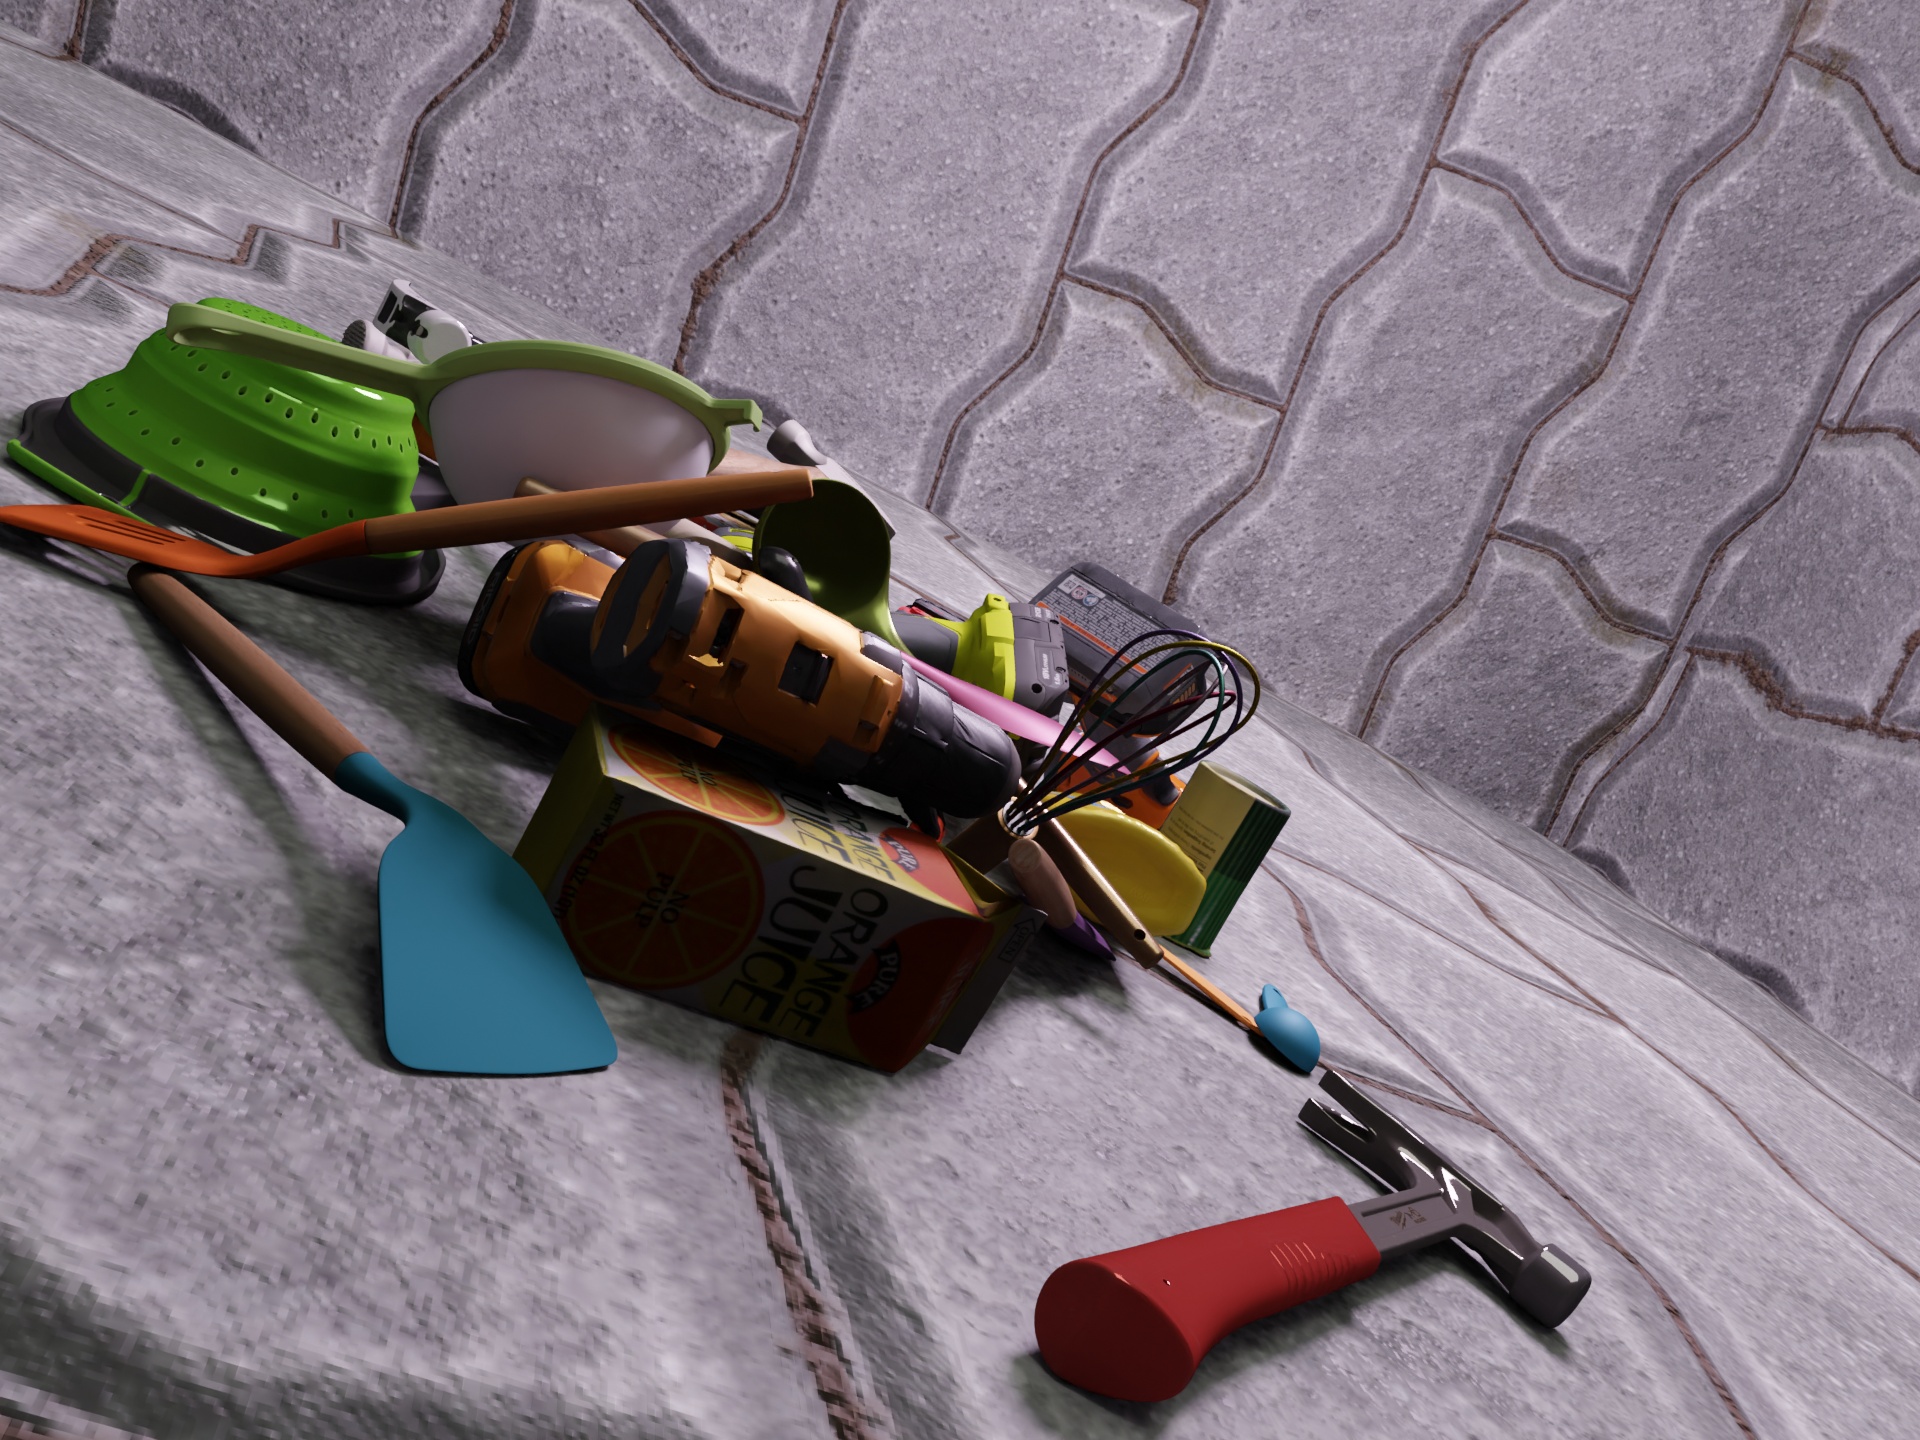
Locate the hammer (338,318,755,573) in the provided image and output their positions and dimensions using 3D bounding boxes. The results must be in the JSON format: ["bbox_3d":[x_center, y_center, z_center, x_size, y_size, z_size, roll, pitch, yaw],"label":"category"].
[{"bbox_3d":[-0.247,-0.159,1.000,0.411,0.038,0.146,33,7,41],"label":"hammer"}]

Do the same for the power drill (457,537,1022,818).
[{"bbox_3d":[-0.096,-0.014,0.674,0.185,0.084,0.226,26,-11,-34],"label":"power drill"}]

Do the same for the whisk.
[{"bbox_3d":[0.039,0.035,0.673,0.047,0.245,0.051,5,60,-34],"label":"whisk"}]

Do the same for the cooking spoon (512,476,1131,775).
[{"bbox_3d":[-0.057,-0.039,0.746,0.318,0.017,0.069,25,0,-13],"label":"cooking spoon"}]

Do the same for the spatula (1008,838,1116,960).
[{"bbox_3d":[0.042,0.084,0.725,0.060,0.018,0.315,32,-7,13],"label":"spatula"}]

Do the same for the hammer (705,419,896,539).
[{"bbox_3d":[-0.132,-0.155,1.018,0.130,0.031,0.331,44,15,10],"label":"hammer"}]

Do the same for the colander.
[{"bbox_3d":[-0.333,-0.159,0.879,0.204,0.094,0.397,30,11,2],"label":"colander"}]

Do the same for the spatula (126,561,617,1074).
[{"bbox_3d":[-0.227,0.016,0.551,0.318,0.044,0.082,32,10,36],"label":"spatula"}]

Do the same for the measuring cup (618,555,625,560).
[{"bbox_3d":[-0.215,-0.075,0.858,0.095,0.052,0.174,-10,24,-34],"label":"measuring cup"}]

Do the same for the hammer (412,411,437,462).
[{"bbox_3d":[-0.305,-0.159,1.117,0.337,0.034,0.127,29,10,-1],"label":"hammer"}]

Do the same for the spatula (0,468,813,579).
[{"bbox_3d":[-0.224,-0.089,0.665,0.322,0.041,0.081,-8,10,-5],"label":"spatula"}]

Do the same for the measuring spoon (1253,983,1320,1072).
[{"bbox_3d":[0.190,0.167,0.918,0.042,0.021,0.128,41,10,2],"label":"measuring spoon"}]

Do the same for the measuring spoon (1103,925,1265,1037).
[{"bbox_3d":[0.125,0.145,0.906,0.117,0.011,0.021,37,9,18],"label":"measuring spoon"}]

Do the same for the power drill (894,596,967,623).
[{"bbox_3d":[-0.018,-0.017,1.106,0.143,0.078,0.220,29,14,5],"label":"power drill"}]

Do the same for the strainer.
[{"bbox_3d":[-0.231,-0.126,0.736,0.256,0.069,0.151,11,-18,-34],"label":"strainer"}]

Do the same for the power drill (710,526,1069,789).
[{"bbox_3d":[-0.059,-0.030,0.922,0.228,0.080,0.191,13,29,-8],"label":"power drill"}]

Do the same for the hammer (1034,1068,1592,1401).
[{"bbox_3d":[0.129,0.195,0.608,0.149,0.036,0.358,37,13,34],"label":"hammer"}]

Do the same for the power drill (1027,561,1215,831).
[{"bbox_3d":[0.122,0.016,1.077,0.164,0.084,0.226,36,-24,32],"label":"power drill"}]

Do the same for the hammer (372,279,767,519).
[{"bbox_3d":[-0.230,-0.196,1.054,0.334,0.035,0.146,24,8,-42],"label":"hammer"}]

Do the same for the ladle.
[{"bbox_3d":[-0.001,-0.003,0.816,0.320,0.078,0.062,50,-22,22],"label":"ladle"}]
